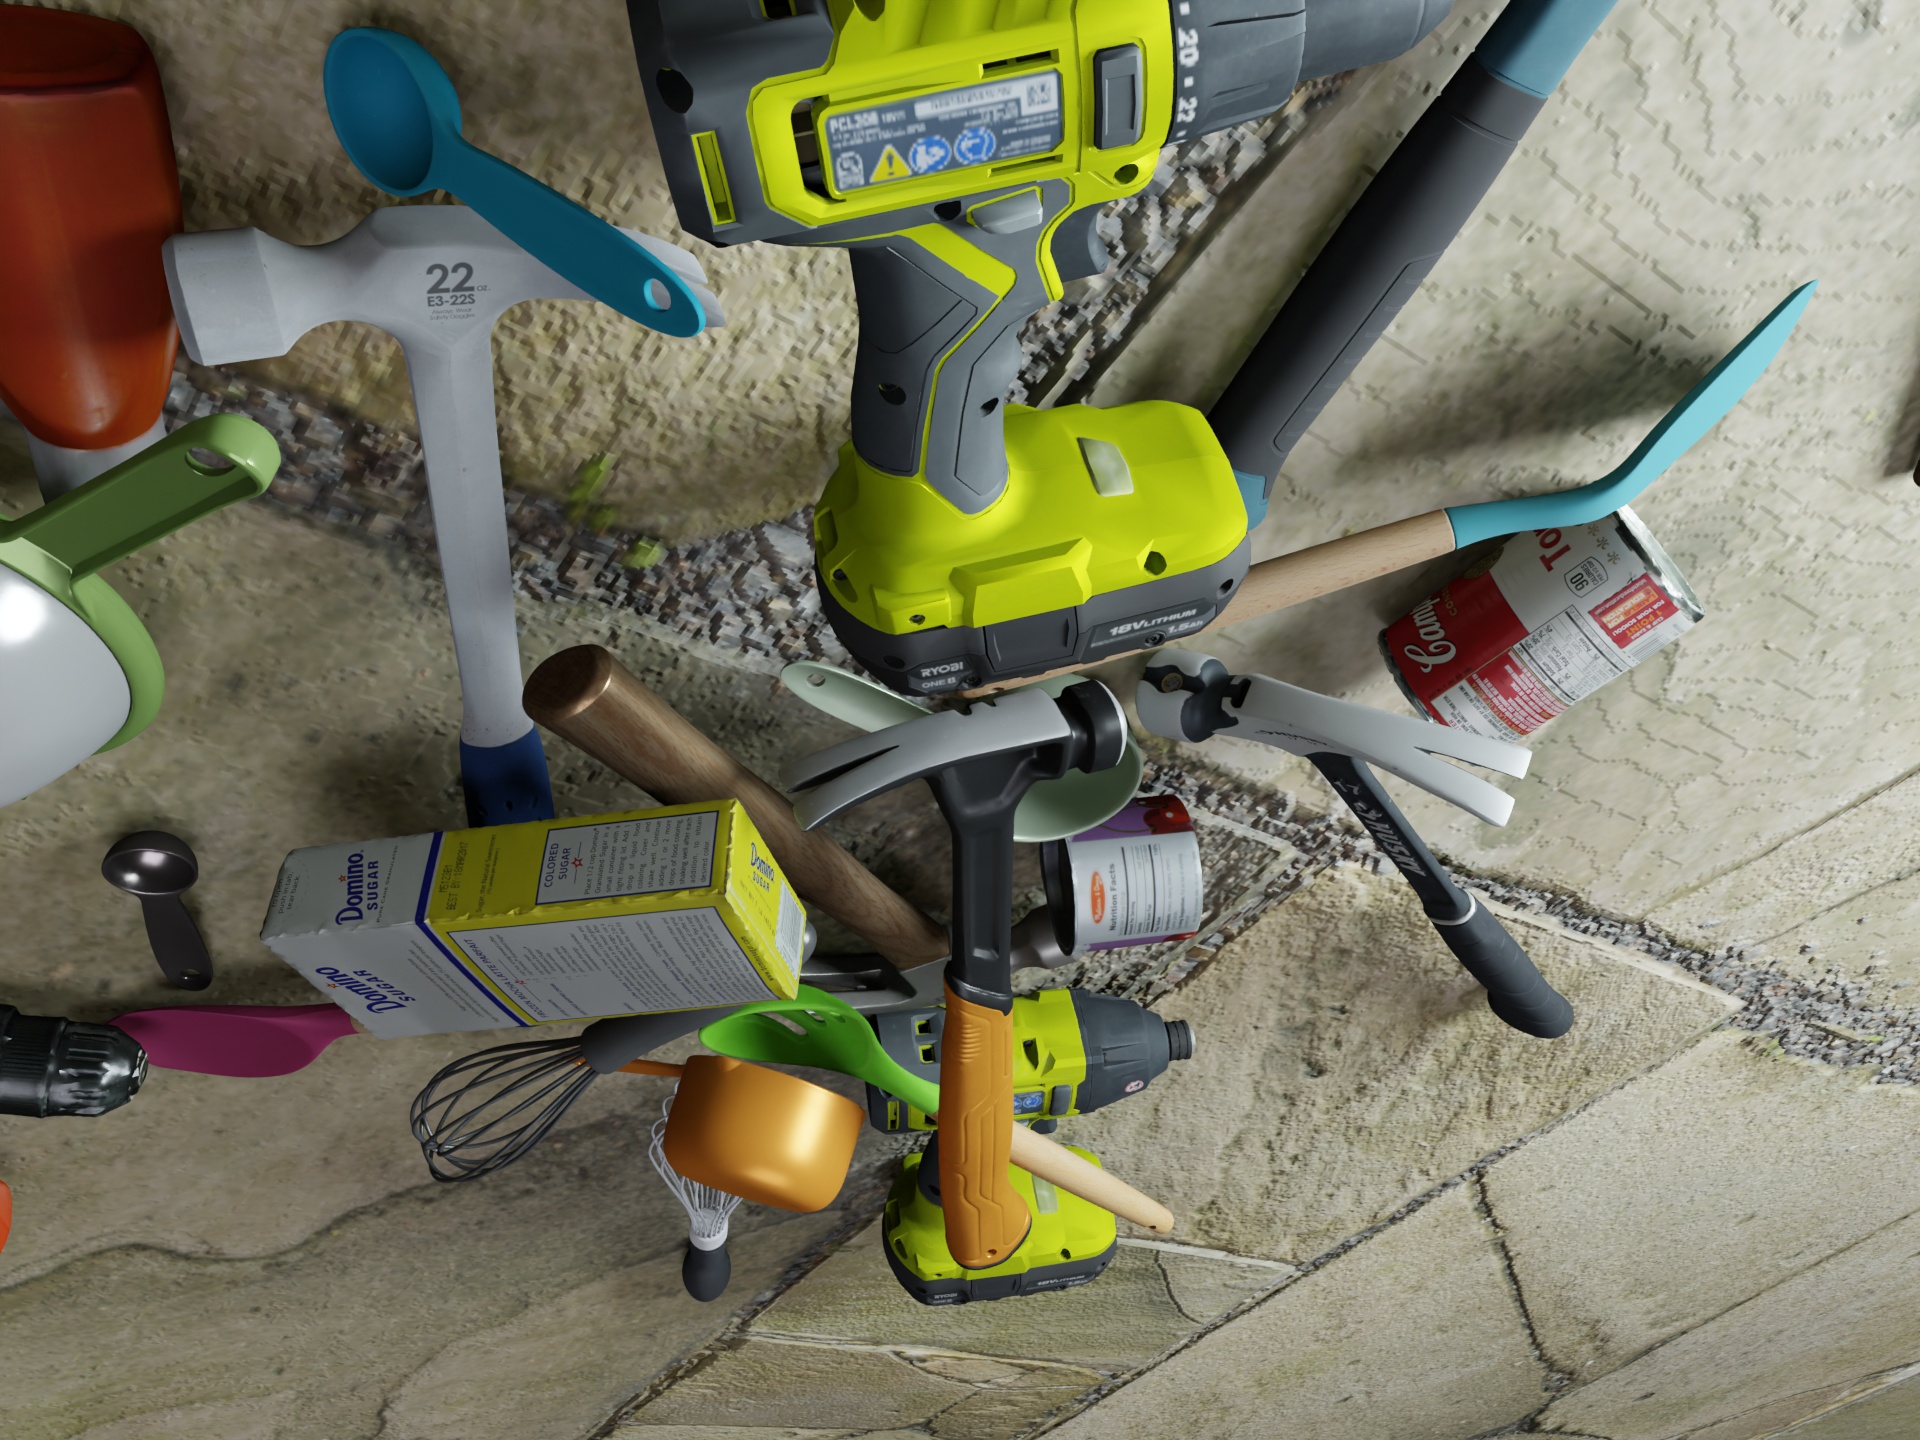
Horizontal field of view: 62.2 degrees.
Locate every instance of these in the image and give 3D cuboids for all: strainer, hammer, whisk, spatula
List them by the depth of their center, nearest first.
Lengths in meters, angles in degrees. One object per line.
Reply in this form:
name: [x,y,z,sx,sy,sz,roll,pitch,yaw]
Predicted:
strainer: [-0.290,-0.021,0.462,0.256,0.069,0.151,-16,141,30]
hammer: [0.155,-0.178,0.470,0.128,0.033,0.331,11,134,-26]
spatula: [0.145,-0.070,0.570,0.317,0.044,0.082,-18,164,9]
hammer: [-0.162,-0.004,0.576,0.144,0.035,0.405,-12,144,-19]
hammer: [-0.066,0.058,0.654,0.130,0.031,0.331,-21,147,16]
hammer: [0.000,0.132,0.676,0.127,0.034,0.336,-14,131,-16]
whisk: [-0.154,0.140,0.690,0.239,0.055,0.055,-31,136,23]
hammer: [0.229,0.081,0.742,0.149,0.036,0.408,15,164,38]
whisk: [-0.143,0.276,0.901,0.070,0.070,0.284,-2,143,-12]

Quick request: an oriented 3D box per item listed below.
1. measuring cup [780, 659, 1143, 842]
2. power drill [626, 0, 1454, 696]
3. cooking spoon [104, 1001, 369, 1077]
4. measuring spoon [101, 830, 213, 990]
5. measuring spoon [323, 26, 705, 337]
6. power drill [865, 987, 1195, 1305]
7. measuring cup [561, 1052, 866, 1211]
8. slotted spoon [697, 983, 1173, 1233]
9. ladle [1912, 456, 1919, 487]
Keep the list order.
measuring cup: [-0.001,-0.002,0.630,0.167,0.038,0.083,23,128,-32]
power drill: [0.028,-0.114,0.435,0.190,0.080,0.228,-13,145,-4]
cooking spoon: [-0.236,0.124,0.683,0.319,0.017,0.068,-10,140,19]
measuring spoon: [-0.328,0.079,0.662,0.034,0.018,0.124,1,145,-15]
measuring spoon: [-0.111,-0.137,0.409,0.129,0.021,0.042,35,135,12]
power drill: [0.033,0.232,0.877,0.171,0.080,0.223,-5,136,-8]
measuring cup: [-0.129,0.191,0.752,0.174,0.052,0.095,2,153,28]
slotted spoon: [0.003,0.194,0.773,0.070,0.031,0.313,-29,130,34]
ladle: [0.368,-0.182,0.503,0.078,0.062,0.319,-10,142,1]
